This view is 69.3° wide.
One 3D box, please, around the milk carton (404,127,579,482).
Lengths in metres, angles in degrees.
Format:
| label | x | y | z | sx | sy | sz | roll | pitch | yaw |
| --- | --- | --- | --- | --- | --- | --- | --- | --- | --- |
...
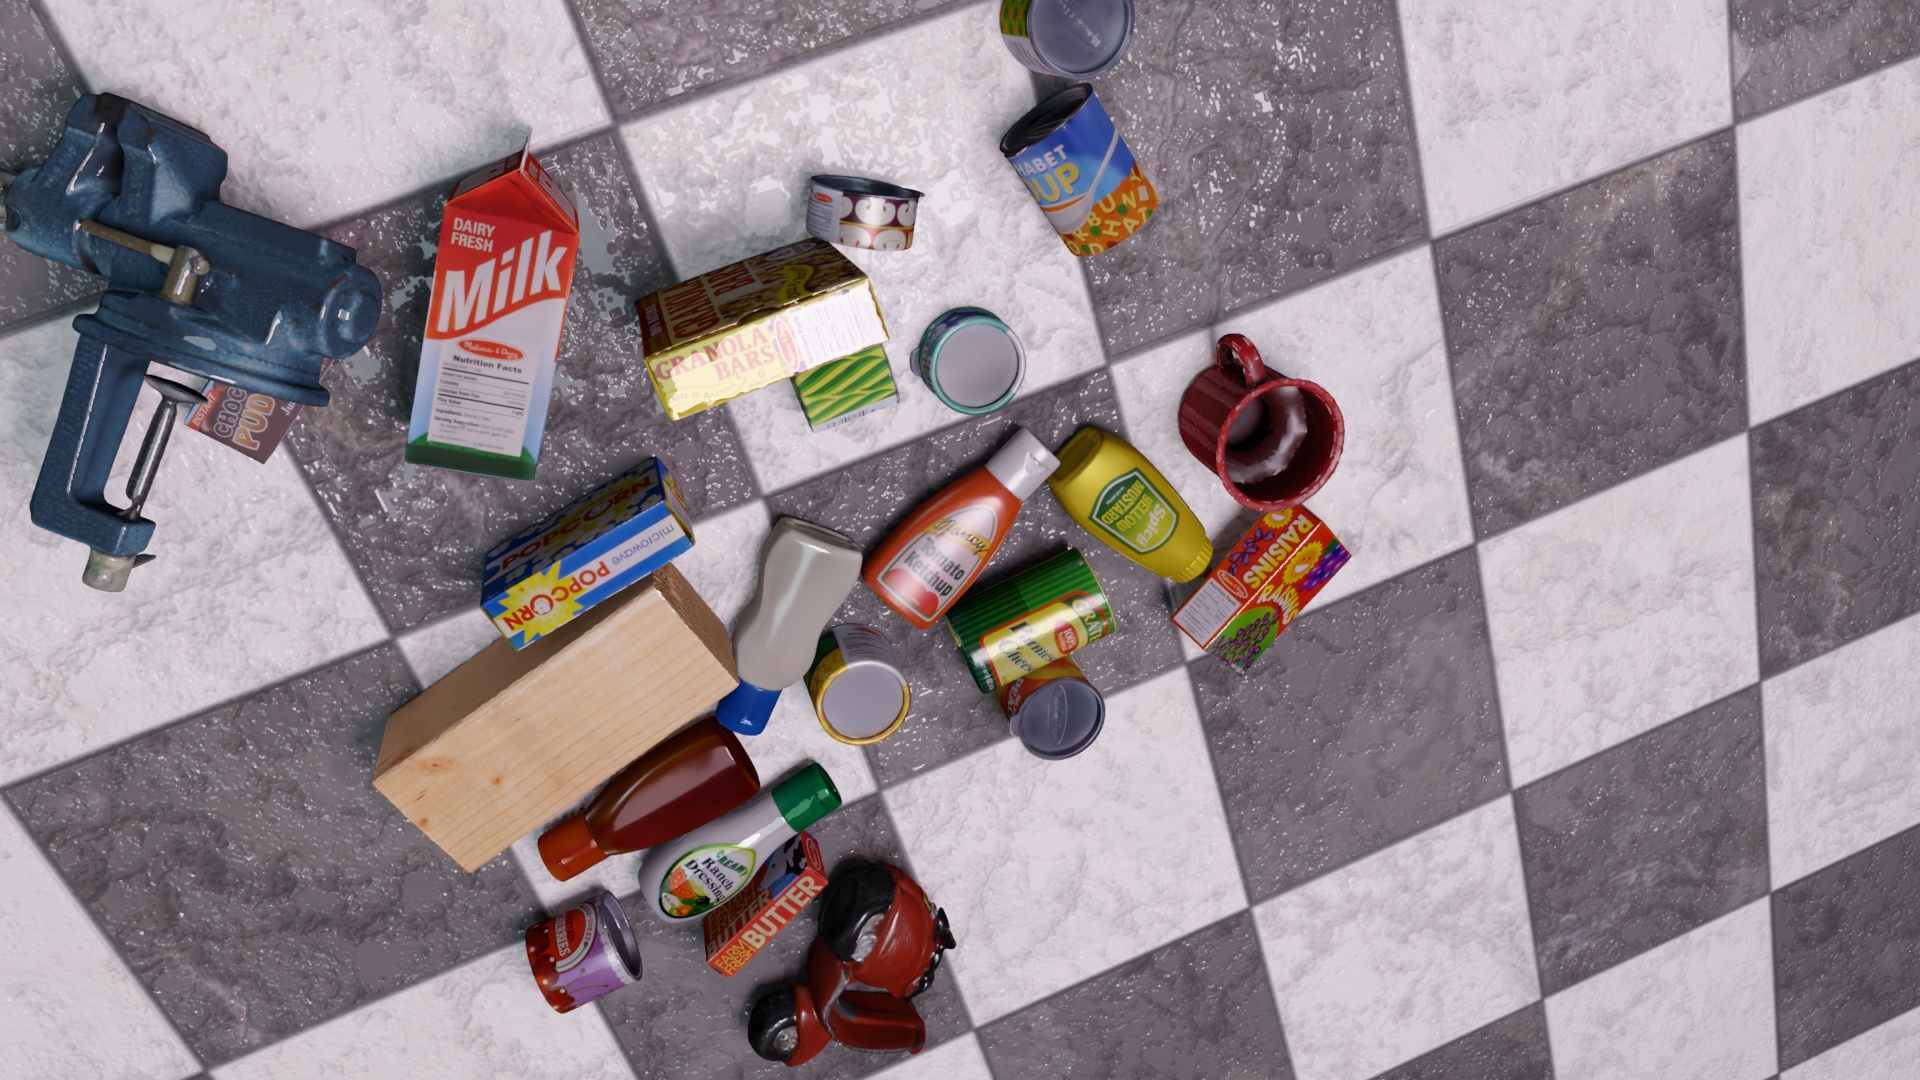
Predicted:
| label | x | y | z | sx | sy | sz | roll | pitch | yaw |
| --- | --- | --- | --- | --- | --- | --- | --- | --- | --- |
| milk carton | -0.263 | -0.137 | 0.794 | 0.073 | 0.072 | 0.189 | 10 | 109 | -20 |

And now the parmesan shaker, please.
| label | x | y | z | sx | sy | sz | roll | pitch | yaw |
| --- | --- | --- | --- | --- | --- | --- | --- | --- | --- |
| parmesan shaker | 0.048 | 0.058 | 0.968 | 0.103 | 0.071 | 0.071 | -26 | 116 | -5 |

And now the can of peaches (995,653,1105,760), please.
| label | x | y | z | sx | sy | sz | roll | pitch | yaw |
| --- | --- | --- | --- | --- | --- | --- | --- | --- | --- |
| can of peaches | 0.061 | 0.115 | 0.998 | 0.071 | 0.058 | 0.071 | -6 | 113 | -14 |

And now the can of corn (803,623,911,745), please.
| label | x | y | z | sx | sy | sz | roll | pitch | yaw |
| --- | --- | --- | --- | --- | --- | --- | --- | --- | --- |
| can of corn | -0.072 | 0.101 | 0.953 | 0.071 | 0.058 | 0.071 | -6 | 112 | -14 |

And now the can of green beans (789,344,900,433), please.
| label | x | y | z | sx | sy | sz | roll | pitch | yaw |
| --- | --- | --- | --- | --- | --- | --- | --- | --- | --- |
| can of green beans | -0.076 | -0.106 | 0.864 | 0.058 | 0.071 | 0.071 | -21 | 116 | -6 |

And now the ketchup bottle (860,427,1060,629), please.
| label | x | y | z | sx | sy | sz | roll | pitch | yaw |
| --- | --- | --- | --- | --- | --- | --- | --- | --- | --- |
| ketchup bottle | 0.003 | -0.012 | 0.938 | 0.064 | 0.043 | 0.148 | 42 | 95 | -20 |

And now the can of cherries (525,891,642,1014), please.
| label | x | y | z | sx | sy | sz | roll | pitch | yaw |
| --- | --- | --- | --- | --- | --- | --- | --- | --- | --- |
| can of cherries | -0.263 | 0.285 | 0.966 | 0.058 | 0.072 | 0.071 | -23 | 116 | -5 |

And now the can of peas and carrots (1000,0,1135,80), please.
| label | x | y | z | sx | sy | sz | roll | pitch | yaw |
| --- | --- | --- | --- | --- | --- | --- | --- | --- | --- |
| can of peas and carrots | 0.064 | -0.312 | 0.827 | 0.071 | 0.059 | 0.070 | -6 | 112 | -15 |

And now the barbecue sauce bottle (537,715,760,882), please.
| label | x | y | z | sx | sy | sz | roll | pitch | yaw |
| --- | --- | --- | --- | --- | --- | --- | --- | --- | --- |
| barbecue sauce bottle | -0.215 | 0.182 | 0.952 | 0.148 | 0.044 | 0.064 | -30 | 116 | -2 |

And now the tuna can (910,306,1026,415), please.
| label | x | y | z | sx | sy | sz | roll | pitch | yaw |
| --- | --- | --- | --- | --- | --- | --- | --- | --- | --- |
| tuna can | 0.005 | -0.116 | 0.903 | 0.071 | 0.033 | 0.070 | -6 | 113 | -14 |

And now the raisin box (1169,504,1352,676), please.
| label | x | y | z | sx | sy | sz | roll | pitch | yaw |
| --- | --- | --- | --- | --- | --- | --- | --- | --- | --- |
| raisin box | 0.218 | 0.033 | 1.004 | 0.123 | 0.040 | 0.086 | -48 | 145 | 6 |

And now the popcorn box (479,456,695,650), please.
| label | x | y | z | sx | sy | sz | roll | pitch | yaw |
| --- | --- | --- | --- | --- | --- | --- | --- | --- | --- |
| popcorn box | -0.228 | 0.005 | 0.854 | 0.127 | 0.085 | 0.038 | -31 | 117 | -3 |

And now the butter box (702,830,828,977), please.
| label | x | y | z | sx | sy | sz | roll | pitch | yaw |
| --- | --- | --- | --- | --- | --- | --- | --- | --- | --- |
| butter box | -0.141 | 0.260 | 1.000 | 0.103 | 0.053 | 0.024 | -45 | 114 | 4 |

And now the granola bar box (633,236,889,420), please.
| label | x | y | z | sx | sy | sz | roll | pitch | yaw |
| --- | --- | --- | --- | --- | --- | --- | --- | --- | --- |
| granola bar box | -0.118 | -0.127 | 0.789 | 0.124 | 0.166 | 0.039 | -22 | 114 | -7 |

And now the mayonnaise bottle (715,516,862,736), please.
| label | x | y | z | sx | sy | sz | roll | pitch | yaw |
| --- | --- | --- | --- | --- | --- | --- | --- | --- | --- |
| mayonnaise bottle | -0.121 | 0.060 | 0.933 | 0.065 | 0.041 | 0.147 | 20 | 105 | -21 |

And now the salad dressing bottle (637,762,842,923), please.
| label | x | y | z | sx | sy | sz | roll | pitch | yaw |
| --- | --- | --- | --- | --- | --- | --- | --- | --- | --- |
| salad dressing bottle | -0.154 | 0.211 | 0.981 | 0.148 | 0.044 | 0.064 | -34 | 119 | -1 |

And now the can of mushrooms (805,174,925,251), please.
| label | x | y | z | sx | sy | sz | roll | pitch | yaw |
| --- | --- | --- | --- | --- | --- | --- | --- | --- | --- |
| can of mushrooms | -0.057 | -0.197 | 0.834 | 0.071 | 0.071 | 0.033 | 3 | 111 | -17 |

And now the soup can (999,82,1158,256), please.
| label | x | y | z | sx | sy | sz | roll | pitch | yaw |
| --- | --- | --- | --- | --- | --- | --- | --- | --- | --- |
| soup can | 0.072 | -0.226 | 0.858 | 0.071 | 0.071 | 0.083 | -38 | 117 | 1 |

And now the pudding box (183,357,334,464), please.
| label | x | y | z | sx | sy | sz | roll | pitch | yaw |
| --- | --- | --- | --- | --- | --- | --- | --- | --- | --- |
| pudding box | -0.398 | -0.092 | 0.796 | 0.049 | 0.030 | 0.083 | 33 | 99 | -24 |

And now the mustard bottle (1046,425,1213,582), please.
| label | x | y | z | sx | sy | sz | roll | pitch | yaw |
| --- | --- | --- | --- | --- | --- | --- | --- | --- | --- |
| mustard bottle | 0.132 | -0.013 | 0.972 | 0.160 | 0.049 | 0.065 | 37 | 101 | -25 |
